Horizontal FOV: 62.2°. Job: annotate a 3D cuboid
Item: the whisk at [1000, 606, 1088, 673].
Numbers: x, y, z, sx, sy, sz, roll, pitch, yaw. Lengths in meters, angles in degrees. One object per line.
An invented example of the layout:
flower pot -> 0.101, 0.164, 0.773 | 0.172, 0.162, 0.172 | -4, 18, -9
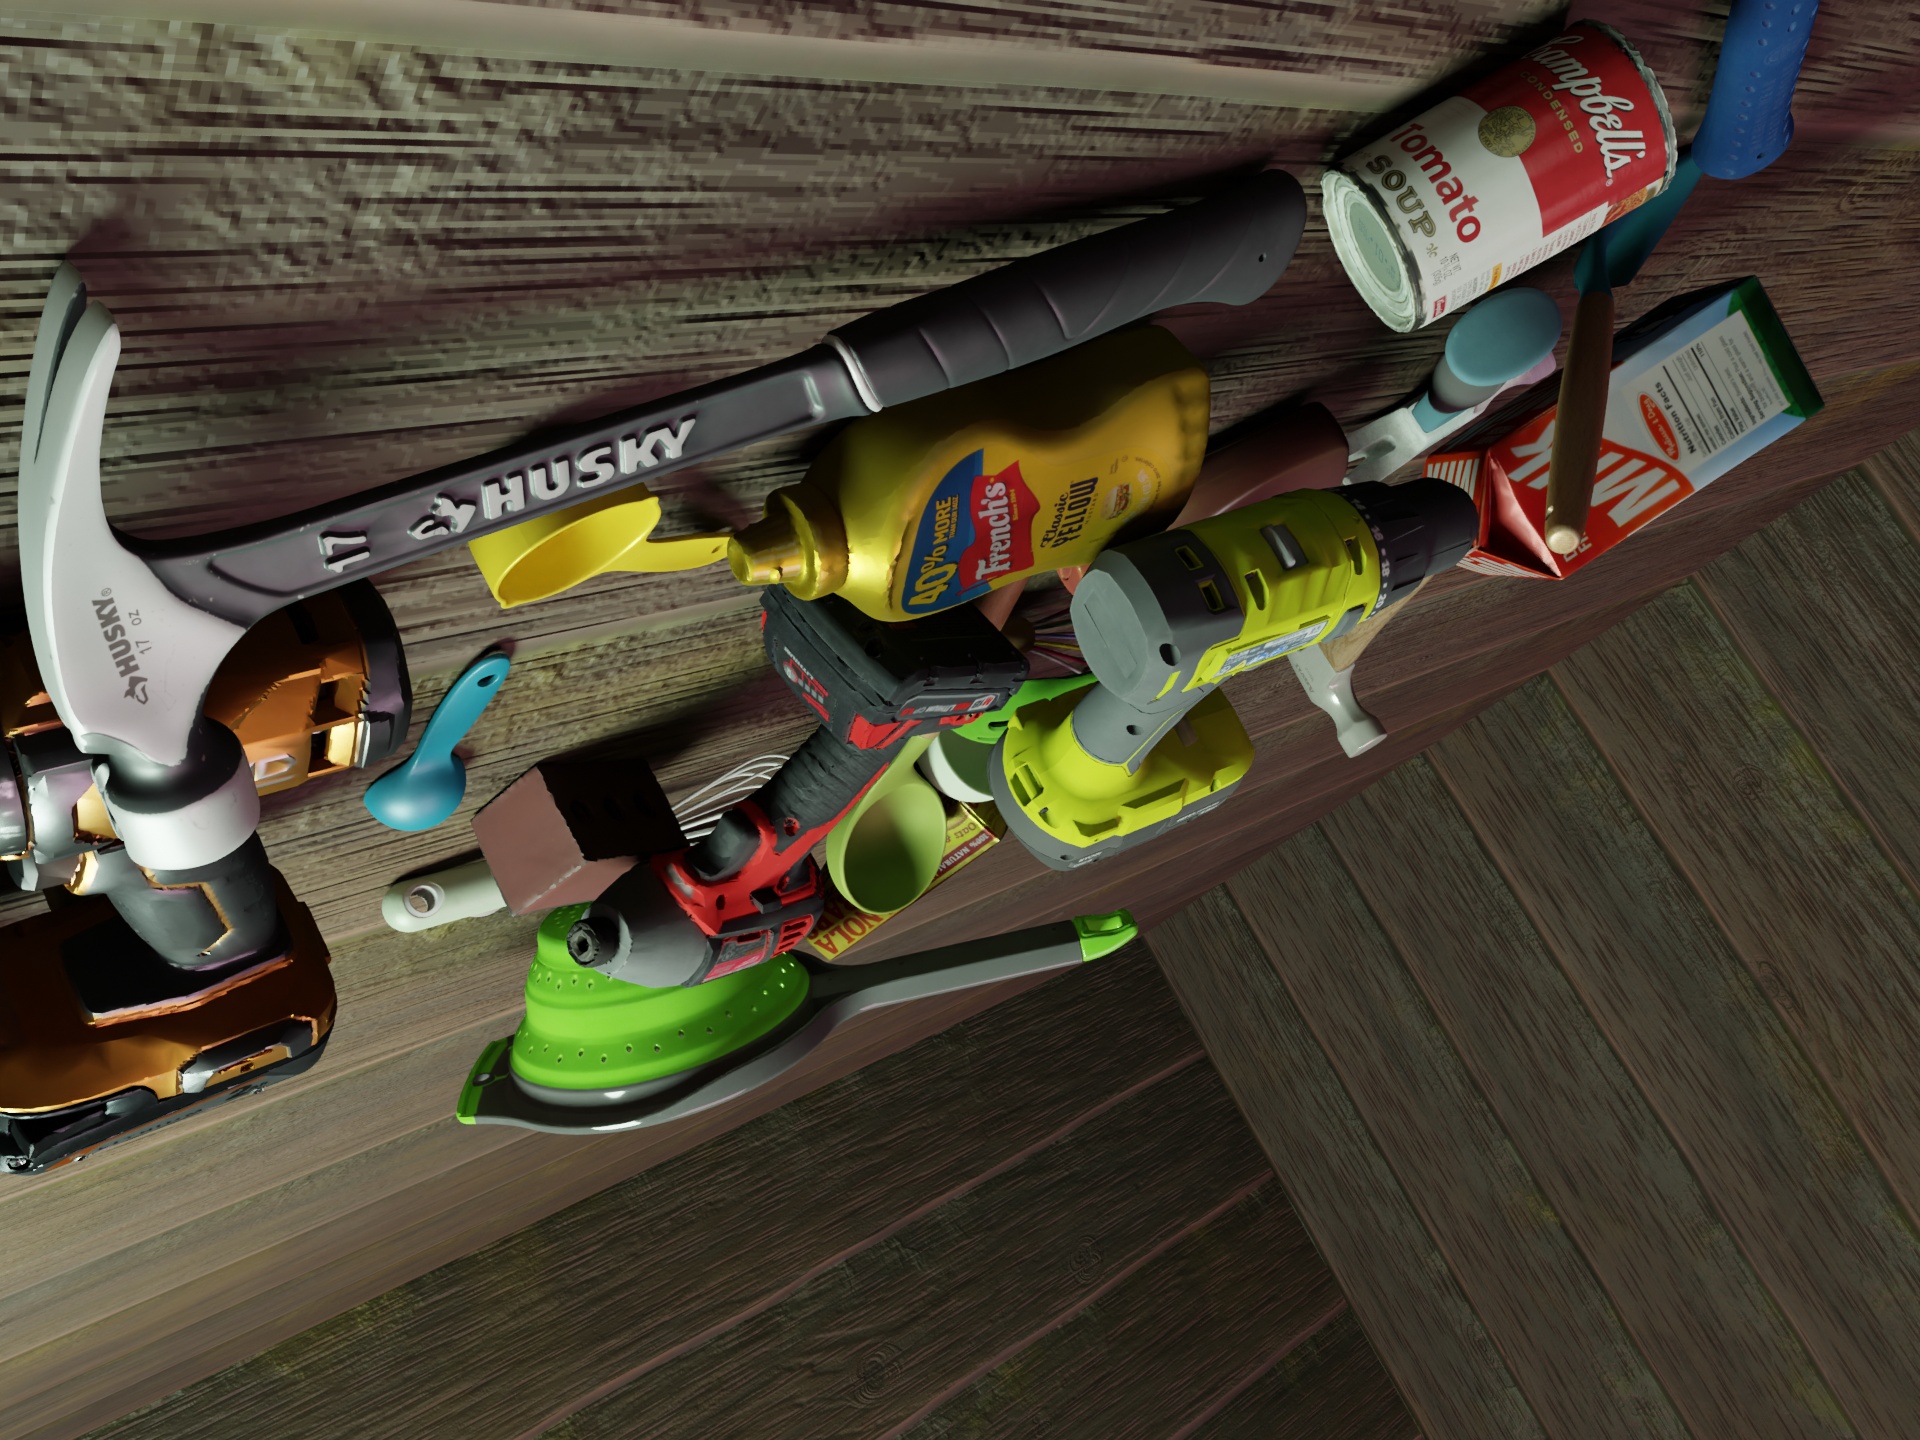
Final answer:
whisk -> 0.048, -0.045, 0.869 | 0.051, 0.047, 0.245 | -37, 161, 32

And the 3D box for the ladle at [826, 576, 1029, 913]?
ladle -> -0.001, -0.003, 0.789 | 0.078, 0.062, 0.320 | -27, 160, -35

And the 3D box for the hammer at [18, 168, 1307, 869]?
hammer -> -0.047, -0.098, 0.451 | 0.409, 0.036, 0.149 | -27, 143, -30

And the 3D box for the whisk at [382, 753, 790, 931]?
whisk -> -0.174, 0.066, 0.821 | 0.246, 0.058, 0.059 | -14, 170, -32

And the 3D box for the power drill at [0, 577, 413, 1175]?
power drill -> -0.273, 0.053, 0.481 | 0.185, 0.084, 0.226 | -18, 152, -37

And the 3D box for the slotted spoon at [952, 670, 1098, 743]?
slotted spoon -> 0.137, -0.047, 0.846 | 0.314, 0.031, 0.070 | -20, 160, 5

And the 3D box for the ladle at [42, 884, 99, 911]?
ladle -> -0.358, 0.116, 0.671 | 0.069, 0.031, 0.315 | -24, 164, -29

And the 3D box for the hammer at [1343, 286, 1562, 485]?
hammer -> 0.229, -0.154, 0.725 | 0.128, 0.033, 0.331 | -33, 178, 14

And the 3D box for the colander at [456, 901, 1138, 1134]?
colander -> -0.098, 0.128, 0.916 | 0.397, 0.094, 0.205 | -12, -167, -3

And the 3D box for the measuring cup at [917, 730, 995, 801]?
measuring cup -> 0.042, 0.006, 0.939 | 0.167, 0.083, 0.038 | -5, 171, -38

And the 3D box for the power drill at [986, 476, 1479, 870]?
power drill -> 0.117, -0.026, 0.728 | 0.190, 0.080, 0.228 | -19, 160, -26

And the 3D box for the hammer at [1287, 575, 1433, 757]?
hammer -> 0.262, -0.088, 0.962 | 0.031, 0.130, 0.331 | -26, 164, -14

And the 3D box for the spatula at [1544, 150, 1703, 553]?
spatula -> 0.278, -0.160, 0.673 | 0.082, 0.044, 0.318 | 112, 5, -46

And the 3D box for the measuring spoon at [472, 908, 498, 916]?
measuring spoon -> -0.208, 0.076, 0.840 | 0.124, 0.018, 0.034 | -22, 164, -28

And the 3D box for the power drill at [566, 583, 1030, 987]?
power drill -> -0.080, 0.032, 0.703 | 0.219, 0.079, 0.143 | -52, 158, 24

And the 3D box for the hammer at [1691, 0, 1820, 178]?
hammer -> 0.273, -0.270, 0.527 | 0.144, 0.035, 0.405 | -33, 166, 16

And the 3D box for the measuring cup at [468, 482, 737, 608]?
measuring cup -> -0.111, -0.067, 0.534 | 0.062, 0.029, 0.156 | -33, 177, 15

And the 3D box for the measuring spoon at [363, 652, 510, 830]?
measuring spoon -> -0.199, 0.013, 0.625 | 0.042, 0.021, 0.128 | -17, 163, -42
